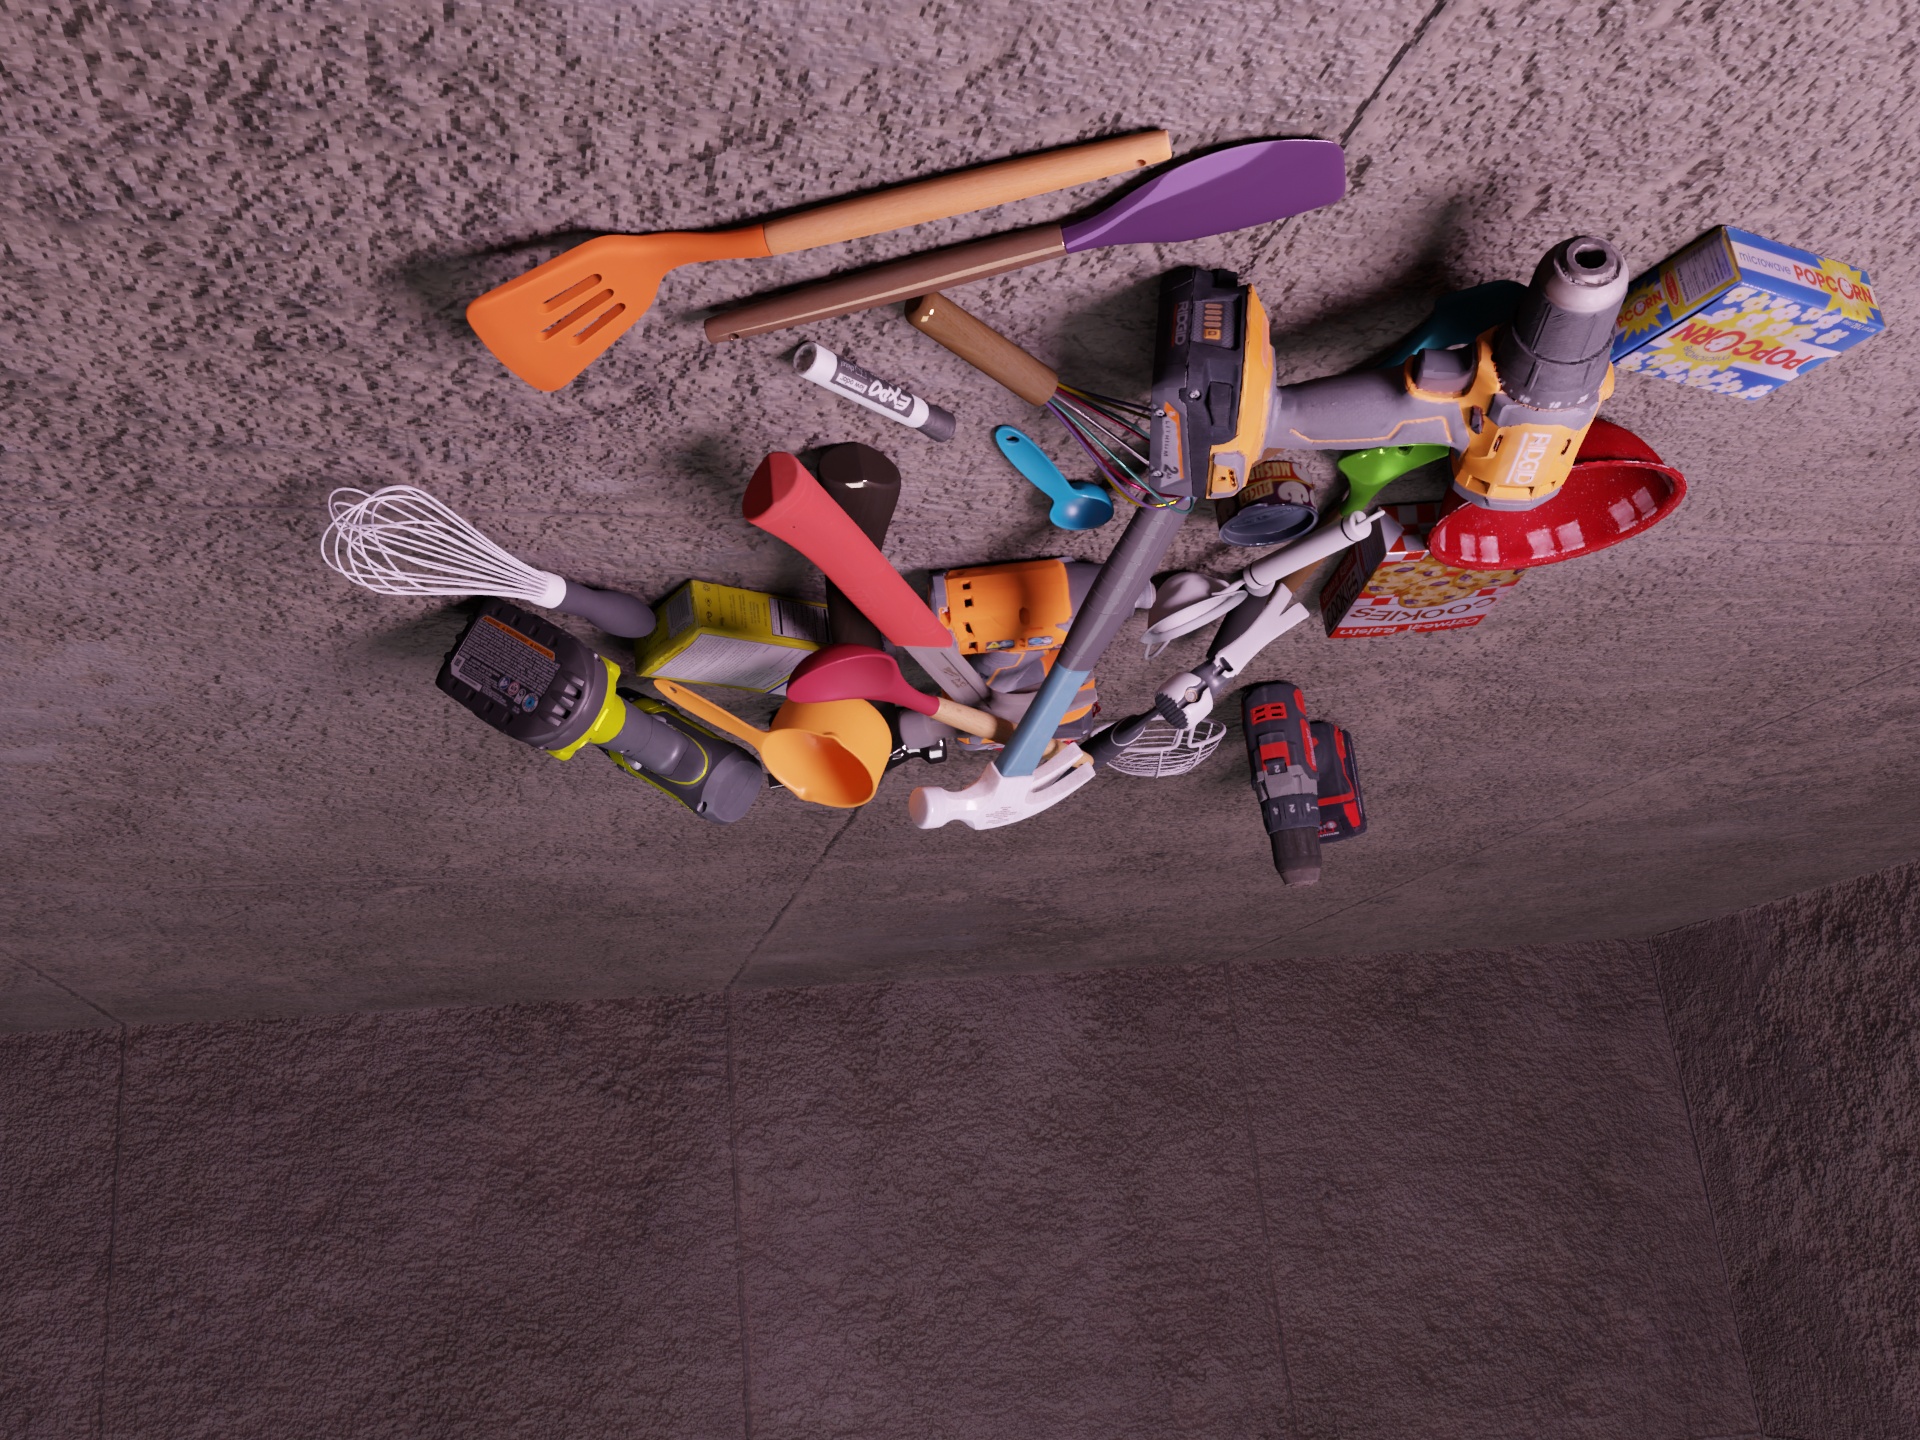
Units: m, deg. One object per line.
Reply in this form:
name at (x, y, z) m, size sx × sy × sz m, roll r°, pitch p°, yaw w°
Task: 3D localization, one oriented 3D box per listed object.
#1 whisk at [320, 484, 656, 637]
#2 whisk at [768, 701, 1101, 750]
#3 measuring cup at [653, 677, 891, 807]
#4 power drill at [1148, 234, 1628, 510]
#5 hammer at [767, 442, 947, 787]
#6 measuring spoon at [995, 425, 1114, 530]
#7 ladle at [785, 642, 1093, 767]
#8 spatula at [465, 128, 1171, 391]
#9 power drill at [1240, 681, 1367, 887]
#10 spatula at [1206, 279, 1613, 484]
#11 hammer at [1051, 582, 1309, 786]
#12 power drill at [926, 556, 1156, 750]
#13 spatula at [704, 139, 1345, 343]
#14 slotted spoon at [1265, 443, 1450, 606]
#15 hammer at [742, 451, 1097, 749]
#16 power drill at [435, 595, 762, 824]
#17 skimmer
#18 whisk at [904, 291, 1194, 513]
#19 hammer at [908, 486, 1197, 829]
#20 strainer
whisk at (-0.289, -0.093, 1.021) m, size 0.070 × 0.070 × 0.284 m, roll -14°, pitch 165°, yaw 25°
whisk at (-0.025, -0.002, 1.392) m, size 0.296 × 0.073 × 0.073 m, roll -2°, pitch 163°, yaw 10°
measuring cup at (-0.130, -0.004, 1.130) m, size 0.173 × 0.052 × 0.095 m, roll 28°, pitch 145°, yaw -3°
power drill at (0.211, -0.177, 0.804) m, size 0.226 × 0.084 × 0.185 m, roll 4°, pitch 158°, yaw 7°
hammer at (-0.082, -0.057, 1.120) m, size 0.146 × 0.038 × 0.410 m, roll -10°, pitch 154°, yaw -6°
measuring spoon at (0.056, -0.158, 0.997) m, size 0.042 × 0.021 × 0.128 m, roll -14°, pitch 152°, yaw 27°
ladle at (-0.002, -0.004, 1.106) m, size 0.069 × 0.031 × 0.315 m, roll -29°, pitch 149°, yaw 31°
spatula at (-0.063, -0.216, 0.723) m, size 0.322 × 0.041 × 0.081 m, roll -10°, pitch 161°, yaw 11°
power drill at (0.330, 0.072, 1.529) m, size 0.080 × 0.188 × 0.226 m, roll -12°, pitch 165°, yaw 21°
spatula at (0.220, -0.178, 0.929) m, size 0.082 × 0.044 × 0.317 m, roll 22°, pitch 152°, yaw -29°
hammer at (0.146, -0.001, 1.292) m, size 0.149 × 0.036 × 0.409 m, roll -40°, pitch 179°, yaw -22°
power drill at (0.060, -0.053, 1.216) m, size 0.164 × 0.084 × 0.226 m, roll -6°, pitch 159°, yaw -1°
spatula at (0.024, -0.225, 0.760) m, size 0.316 × 0.018 × 0.059 m, roll -11°, pitch 159°, yaw 13°
slotted spoon at (0.259, -0.136, 1.105) m, size 0.070 × 0.031 × 0.313 m, roll -3°, pitch 164°, yaw -7°
hammer at (-0.030, -0.070, 1.029) m, size 0.149 × 0.037 × 0.358 m, roll -15°, pitch 153°, yaw 16°
power drill at (-0.273, -0.008, 1.177) m, size 0.191 × 0.080 × 0.228 m, roll 27°, pitch 175°, yaw 30°
skimmer at (0.197, -0.047, 1.360) m, size 0.127 × 0.090 × 0.363 m, roll -8°, pitch 153°, yaw -11°
whisk at (0.057, -0.170, 0.876) m, size 0.047 × 0.051 × 0.244 m, roll -15°, pitch 153°, yaw 40°
hammer at (0.081, -0.049, 1.061) m, size 0.128 × 0.033 × 0.330 m, roll -1°, pitch 134°, yaw -35°
strainer at (0.206, -0.103, 1.131) m, size 0.087 × 0.050 × 0.258 m, roll -15°, pitch 174°, yaw -35°
